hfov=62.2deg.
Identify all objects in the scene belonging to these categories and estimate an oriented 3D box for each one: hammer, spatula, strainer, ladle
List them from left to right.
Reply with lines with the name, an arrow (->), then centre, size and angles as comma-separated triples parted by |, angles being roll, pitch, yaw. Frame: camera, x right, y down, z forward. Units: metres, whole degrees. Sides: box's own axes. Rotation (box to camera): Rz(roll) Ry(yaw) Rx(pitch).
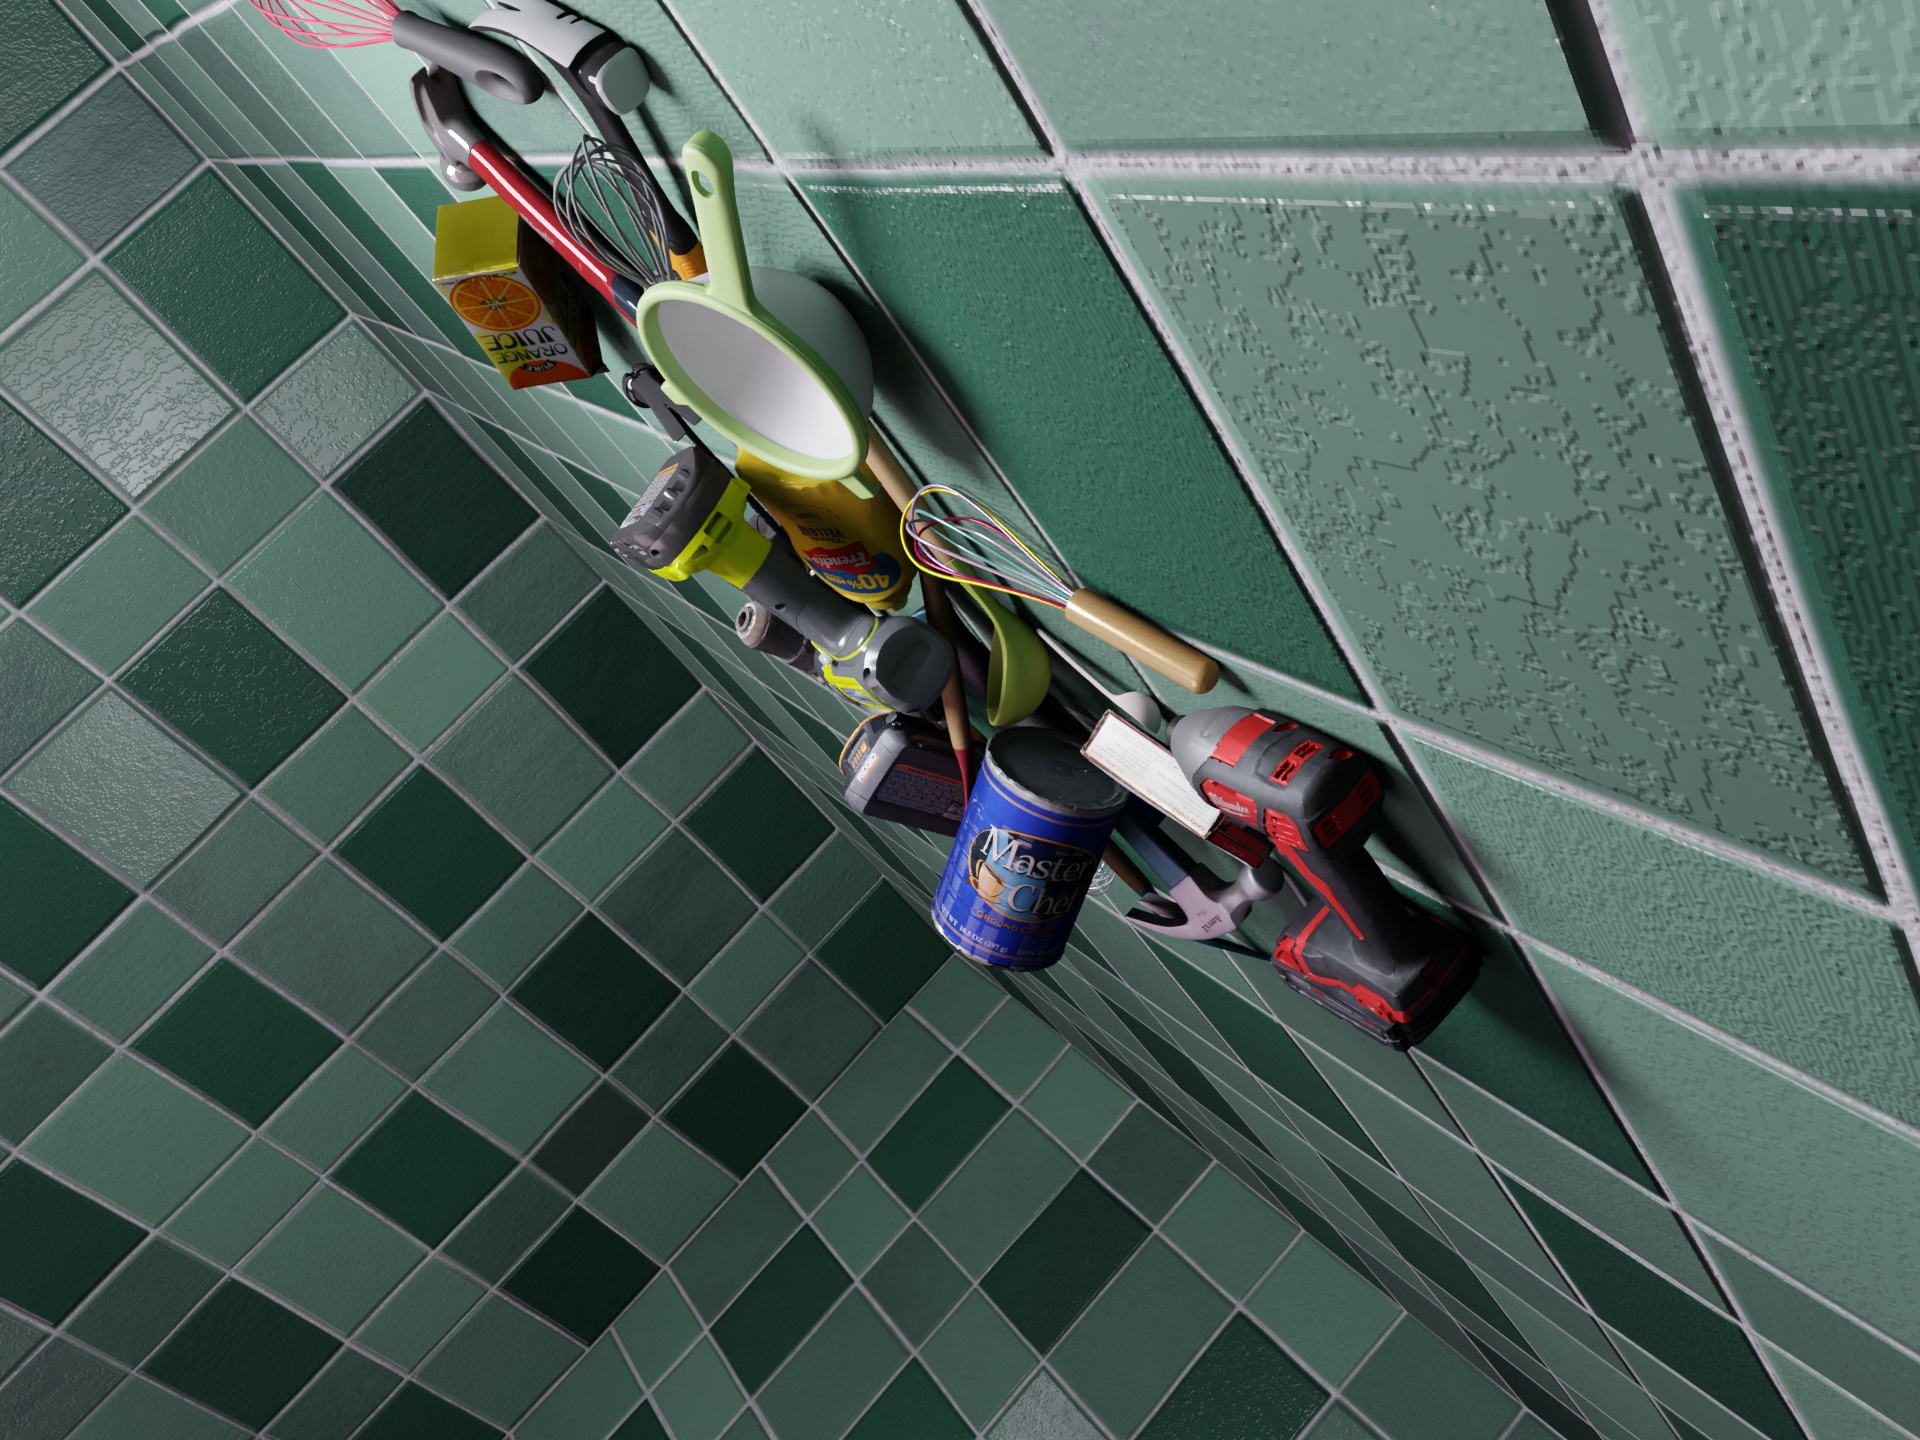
hammer -> -0.238, -0.308, 1.134 | 0.386, 0.038, 0.143 | 44, 168, 1
hammer -> -0.175, -0.289, 0.975 | 0.127, 0.034, 0.336 | 37, 168, 30
strainer -> -0.103, -0.230, 0.848 | 0.151, 0.069, 0.256 | 28, 159, 13
hammer -> -0.135, -0.142, 1.380 | 0.408, 0.036, 0.149 | 47, 179, -29
ladle -> -0.032, -0.122, 1.044 | 0.319, 0.062, 0.078 | 53, -164, -29
ladle -> -0.002, -0.004, 1.157 | 0.031, 0.069, 0.315 | -2, 120, 16
hammer -> 0.083, 0.031, 1.165 | 0.331, 0.033, 0.128 | 46, 140, 7
spatula -> 0.140, 0.111, 1.318 | 0.317, 0.044, 0.082 | 45, 170, -18

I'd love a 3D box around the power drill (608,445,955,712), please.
power drill -> -0.125, -0.086, 1.107 | 0.228, 0.080, 0.191 | 36, 171, -19

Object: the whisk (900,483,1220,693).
whisk -> 0.052, -0.075, 0.945 | 0.245, 0.047, 0.051 | 33, 165, 33

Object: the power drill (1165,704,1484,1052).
power drill -> 0.201, 0.080, 0.909 | 0.143, 0.078, 0.219 | 28, 159, 54

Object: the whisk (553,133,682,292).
whisk -> -0.170, -0.249, 0.918 | 0.055, 0.055, 0.238 | 40, 173, 22

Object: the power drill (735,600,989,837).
power drill -> -0.077, -0.015, 1.284 | 0.185, 0.084, 0.226 | 17, -153, -33

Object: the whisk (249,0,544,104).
whisk -> -0.368, -0.450, 1.025 | 0.296, 0.073, 0.073 | 31, 165, 26

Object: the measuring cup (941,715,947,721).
measuring cup -> -0.021, 0.014, 1.548 | 0.173, 0.052, 0.095 | 47, 169, -9

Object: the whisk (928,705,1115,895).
whisk -> 0.033, 0.058, 1.440 | 0.284, 0.070, 0.070 | 42, 170, -8

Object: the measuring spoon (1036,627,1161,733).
measuring spoon -> 0.092, -0.032, 1.051 | 0.124, 0.018, 0.034 | 44, -173, 38

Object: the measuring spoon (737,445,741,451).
measuring spoon -> -0.143, -0.196, 1.292 | 0.117, 0.011, 0.021 | 39, 169, 26
